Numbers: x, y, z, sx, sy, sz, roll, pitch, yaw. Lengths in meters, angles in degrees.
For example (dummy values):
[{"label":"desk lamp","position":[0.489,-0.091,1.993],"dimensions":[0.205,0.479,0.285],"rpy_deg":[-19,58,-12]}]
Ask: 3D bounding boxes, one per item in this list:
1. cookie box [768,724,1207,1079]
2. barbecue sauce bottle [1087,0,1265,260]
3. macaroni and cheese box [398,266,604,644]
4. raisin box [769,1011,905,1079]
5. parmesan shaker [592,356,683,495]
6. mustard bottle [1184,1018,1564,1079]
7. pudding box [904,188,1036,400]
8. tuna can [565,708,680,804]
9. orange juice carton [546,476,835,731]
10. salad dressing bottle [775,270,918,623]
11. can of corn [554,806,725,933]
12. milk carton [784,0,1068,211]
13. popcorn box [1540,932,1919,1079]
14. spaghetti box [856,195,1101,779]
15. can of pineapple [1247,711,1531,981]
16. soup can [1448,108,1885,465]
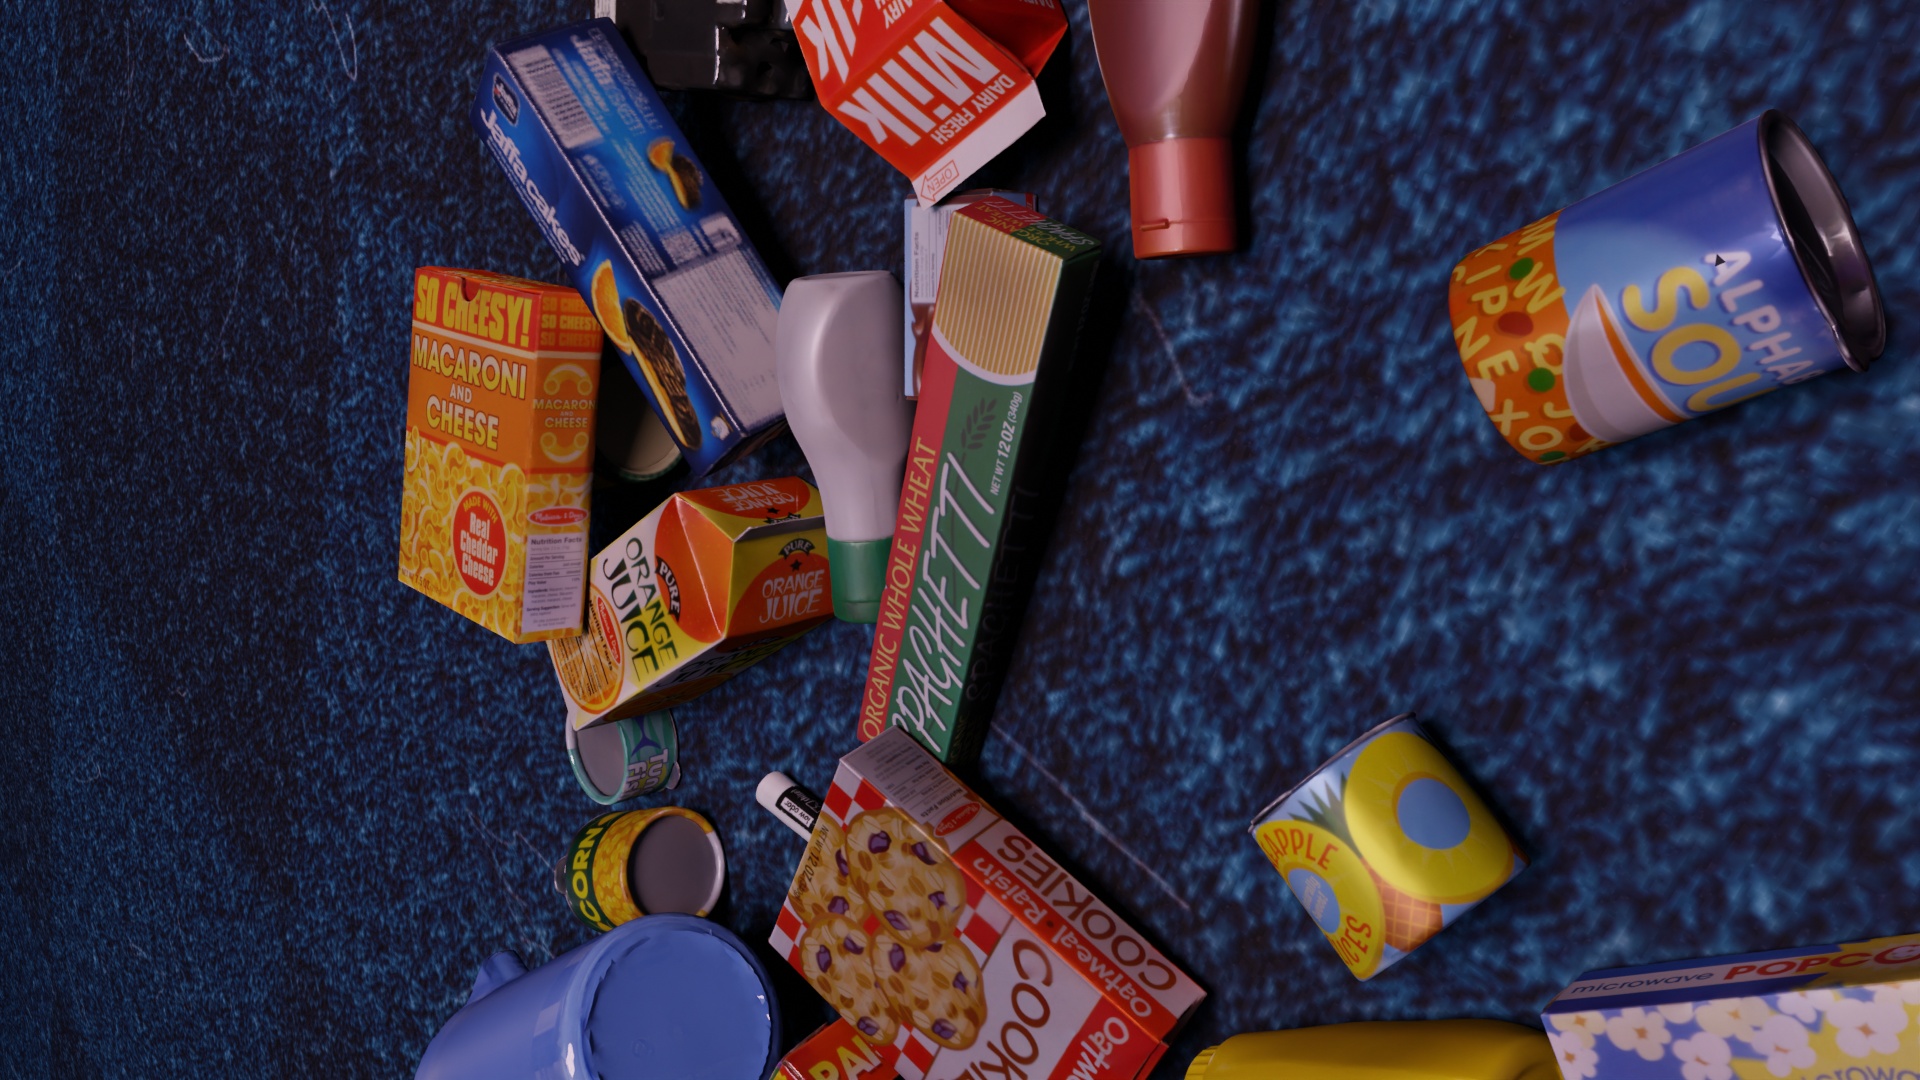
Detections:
[{"label":"cookie box","position":[0.003,0.176,0.573],"dimensions":[0.168,0.040,0.122],"rpy_deg":[38,126,22]},{"label":"barbecue sauce bottle","position":[0.073,-0.171,0.469],"dimensions":[0.065,0.044,0.148],"rpy_deg":[4,100,44]},{"label":"macaroni and cheese box","position":[-0.230,-0.046,0.688],"dimensions":[0.124,0.040,0.166],"rpy_deg":[17,105,41]},{"label":"raisin box","position":[-0.061,0.265,0.639],"dimensions":[0.040,0.086,0.122],"rpy_deg":[42,124,23]},{"label":"parmesan shaker","position":[-0.199,-0.058,0.732],"dimensions":[0.103,0.071,0.071],"rpy_deg":[-9,91,44]},{"label":"mustard bottle","position":[0.124,0.191,0.469],"dimensions":[0.159,0.065,0.049],"rpy_deg":[-25,74,49]},{"label":"pudding box","position":[0.003,-0.097,0.558],"dimensions":[0.049,0.030,0.083],"rpy_deg":[8,103,42]},{"label":"tuna can","position":[-0.189,0.114,0.775],"dimensions":[0.071,0.033,0.071],"rpy_deg":[9,103,43]},{"label":"orange juice carton","position":[-0.125,0.025,0.672],"dimensions":[0.192,0.072,0.073],"rpy_deg":[-31,76,43]},{"label":"salad dressing bottle","position":[-0.043,-0.039,0.593],"dimensions":[0.044,0.064,0.147],"rpy_deg":[10,111,45]},{"label":"can of corn","position":[-0.170,0.176,0.741],"dimensions":[0.058,0.071,0.071],"rpy_deg":[-16,86,43]},{"label":"milk carton","position":[-0.023,-0.228,0.531],"dimensions":[0.072,0.074,0.190],"rpy_deg":[-29,77,43]},{"label":"popcorn box","position":[0.234,0.155,0.371],"dimensions":[0.126,0.038,0.085],"rpy_deg":[-26,78,43]},{"label":"spaghetti box","position":[0.002,-0.007,0.546],"dimensions":[0.050,0.029,0.248],"rpy_deg":[30,126,27]},{"label":"can of pineapple","position":[0.133,0.097,0.438],"dimensions":[0.058,0.071,0.070],"rpy_deg":[55,129,23]},{"label":"soup can","position":[0.183,-0.061,0.364],"dimensions":[0.083,0.071,0.071],"rpy_deg":[-24,80,44]}]
